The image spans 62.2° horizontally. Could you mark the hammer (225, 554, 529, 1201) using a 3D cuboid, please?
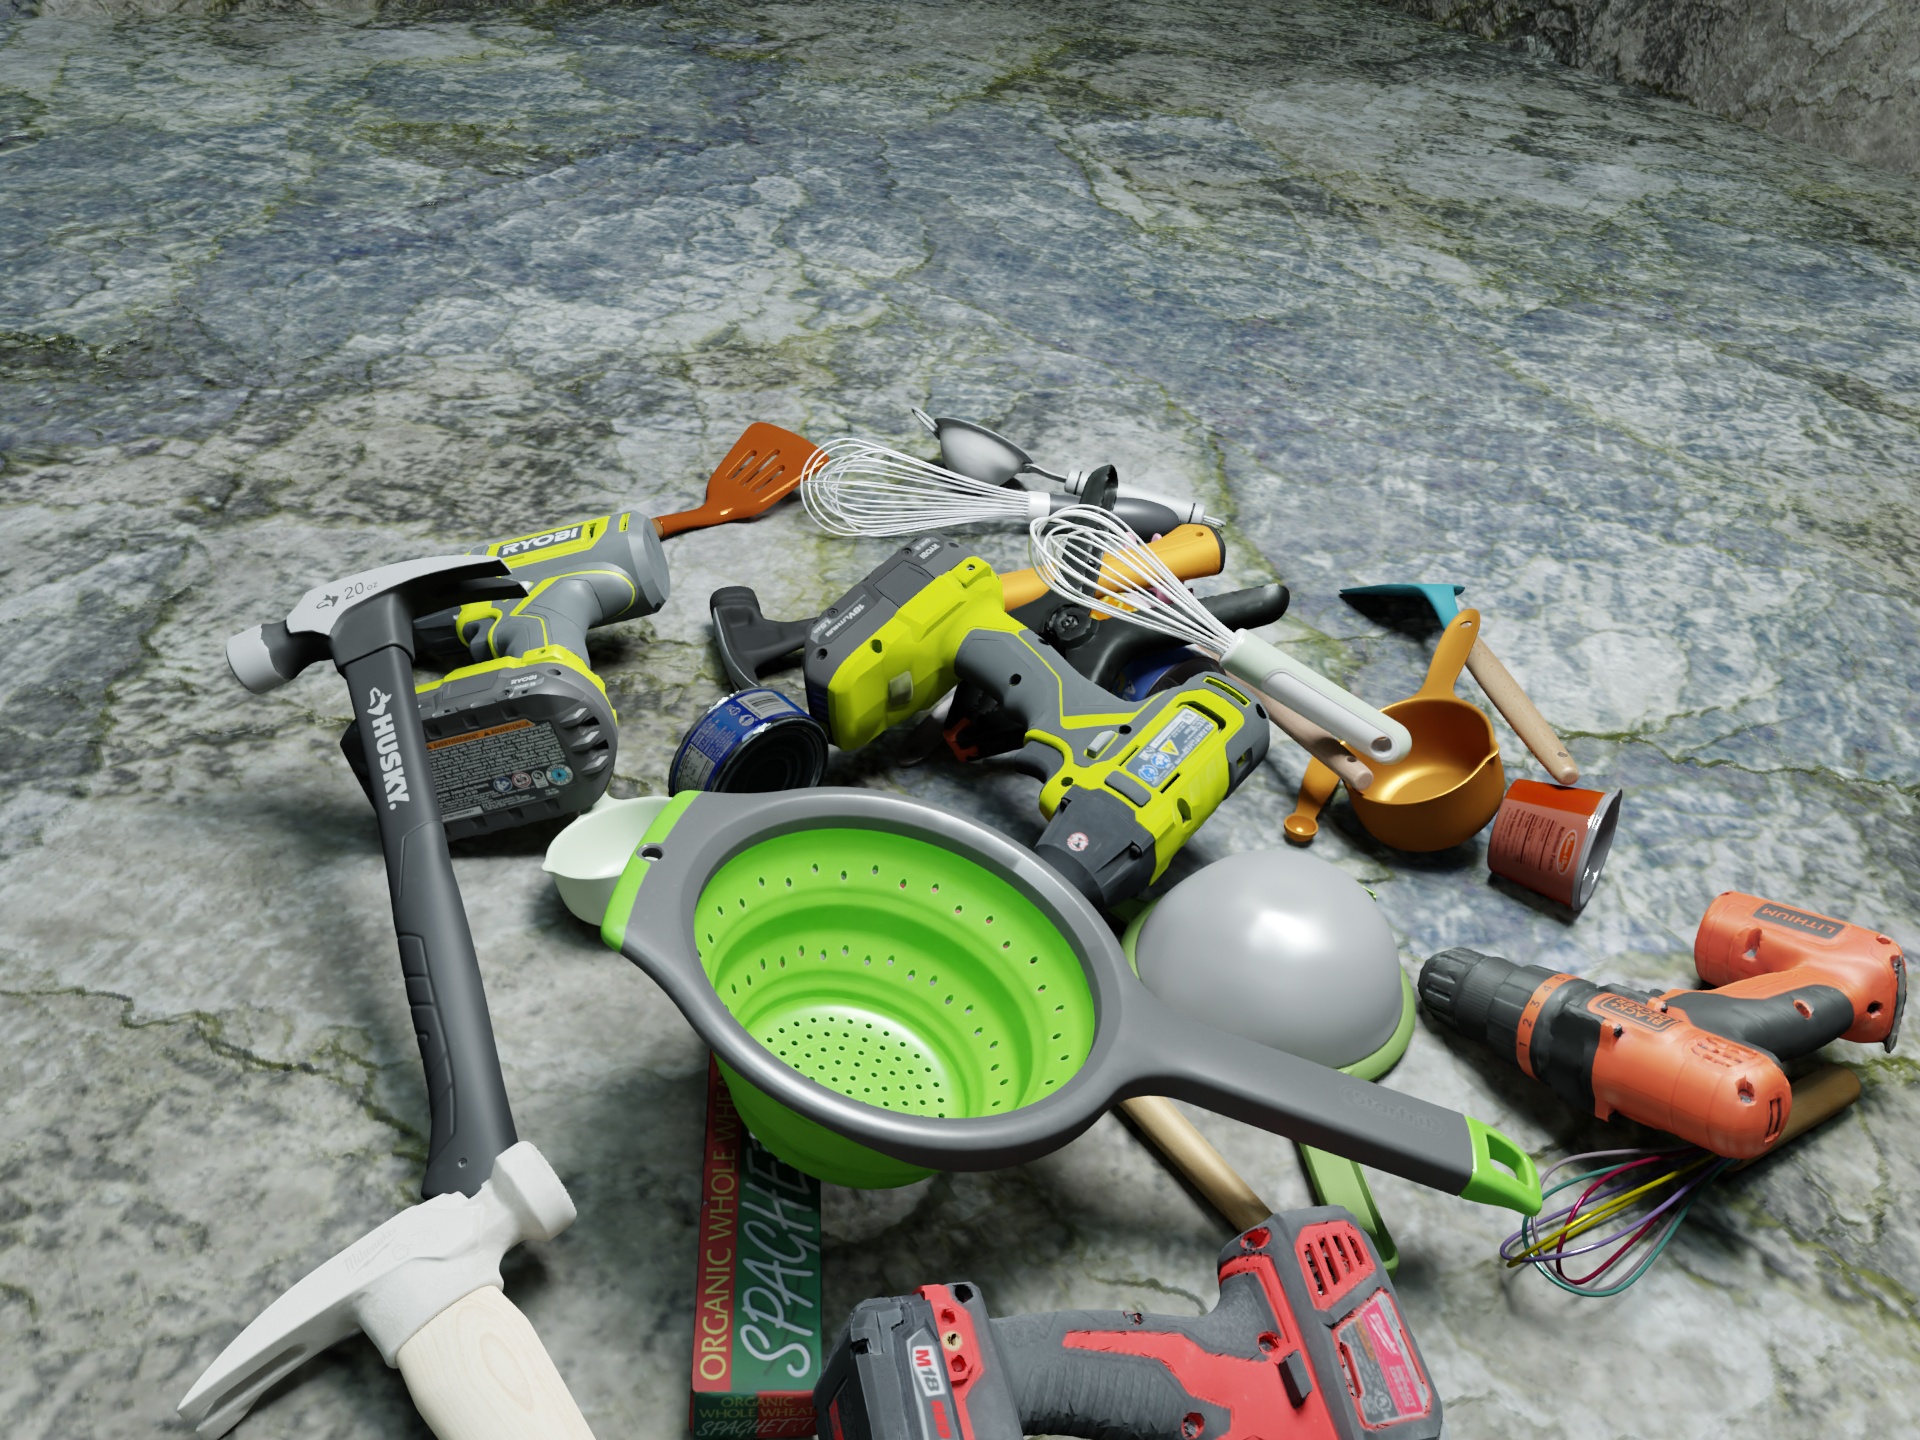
[{"bbox_3d":[-0.241,0.064,0.724,0.146,0.035,0.335,-23,60,0],"label":"hammer"}]

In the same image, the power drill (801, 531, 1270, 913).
[{"bbox_3d":[0.028,0.004,0.849,0.223,0.080,0.171,33,59,26],"label":"power drill"}]

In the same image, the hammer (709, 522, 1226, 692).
[{"bbox_3d":[0.014,-0.074,1.018,0.337,0.034,0.127,-13,38,-11],"label":"hammer"}]

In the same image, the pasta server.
[{"bbox_3d":[0.166,-0.043,1.004,0.060,0.040,0.317,-16,32,-15],"label":"pasta server"}]

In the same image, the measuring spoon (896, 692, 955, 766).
[{"bbox_3d":[-0.002,-0.003,0.977,0.034,0.018,0.124,24,46,24],"label":"measuring spoon"}]

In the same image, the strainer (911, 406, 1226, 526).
[{"bbox_3d":[0.078,-0.184,1.220,0.258,0.050,0.087,16,-8,5],"label":"strainer"}]

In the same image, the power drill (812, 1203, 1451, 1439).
[{"bbox_3d":[0.070,0.256,0.555,0.219,0.078,0.143,-2,51,-20],"label":"power drill"}]

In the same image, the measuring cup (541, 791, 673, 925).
[{"bbox_3d":[-0.188,0.061,0.842,0.083,0.038,0.168,-23,26,-21],"label":"measuring cup"}]

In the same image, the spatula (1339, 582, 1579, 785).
[{"bbox_3d":[0.324,-0.036,1.011,0.082,0.044,0.318,3,28,-5],"label":"spatula"}]

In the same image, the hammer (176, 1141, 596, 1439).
[{"bbox_3d":[-0.092,0.310,0.485,0.146,0.038,0.411,-33,52,-26],"label":"hammer"}]

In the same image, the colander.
[{"bbox_3d":[0.041,0.153,0.669,0.397,0.094,0.205,20,32,-1],"label":"colander"}]

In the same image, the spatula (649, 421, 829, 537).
[{"bbox_3d":[-0.230,-0.134,1.100,0.081,0.041,0.322,31,43,30],"label":"spatula"}]

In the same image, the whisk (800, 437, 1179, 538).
[{"bbox_3d":[0.025,-0.161,1.169,0.284,0.070,0.070,4,35,-10],"label":"whisk"}]

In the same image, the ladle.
[{"bbox_3d":[0.063,0.153,0.751,0.069,0.031,0.316,-17,43,-32],"label":"ladle"}]

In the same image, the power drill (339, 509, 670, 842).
[{"bbox_3d":[-0.268,-0.032,0.900,0.190,0.080,0.229,-14,33,3],"label":"power drill"}]

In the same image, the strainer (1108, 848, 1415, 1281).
[{"bbox_3d":[0.162,0.139,0.747,0.151,0.069,0.257,1,34,-7],"label":"strainer"}]

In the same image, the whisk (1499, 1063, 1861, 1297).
[{"bbox_3d":[0.333,0.199,0.713,0.245,0.047,0.051,-13,29,-31],"label":"whisk"}]

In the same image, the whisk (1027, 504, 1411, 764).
[{"bbox_3d":[0.144,-0.045,0.883,0.246,0.057,0.059,31,32,-1],"label":"whisk"}]

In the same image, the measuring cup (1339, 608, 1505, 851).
[{"bbox_3d":[0.284,0.006,0.935,0.095,0.052,0.174,0,41,36],"label":"measuring cup"}]

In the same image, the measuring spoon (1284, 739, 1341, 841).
[{"bbox_3d":[0.213,0.041,0.950,0.021,0.011,0.117,17,33,17],"label":"measuring spoon"}]
